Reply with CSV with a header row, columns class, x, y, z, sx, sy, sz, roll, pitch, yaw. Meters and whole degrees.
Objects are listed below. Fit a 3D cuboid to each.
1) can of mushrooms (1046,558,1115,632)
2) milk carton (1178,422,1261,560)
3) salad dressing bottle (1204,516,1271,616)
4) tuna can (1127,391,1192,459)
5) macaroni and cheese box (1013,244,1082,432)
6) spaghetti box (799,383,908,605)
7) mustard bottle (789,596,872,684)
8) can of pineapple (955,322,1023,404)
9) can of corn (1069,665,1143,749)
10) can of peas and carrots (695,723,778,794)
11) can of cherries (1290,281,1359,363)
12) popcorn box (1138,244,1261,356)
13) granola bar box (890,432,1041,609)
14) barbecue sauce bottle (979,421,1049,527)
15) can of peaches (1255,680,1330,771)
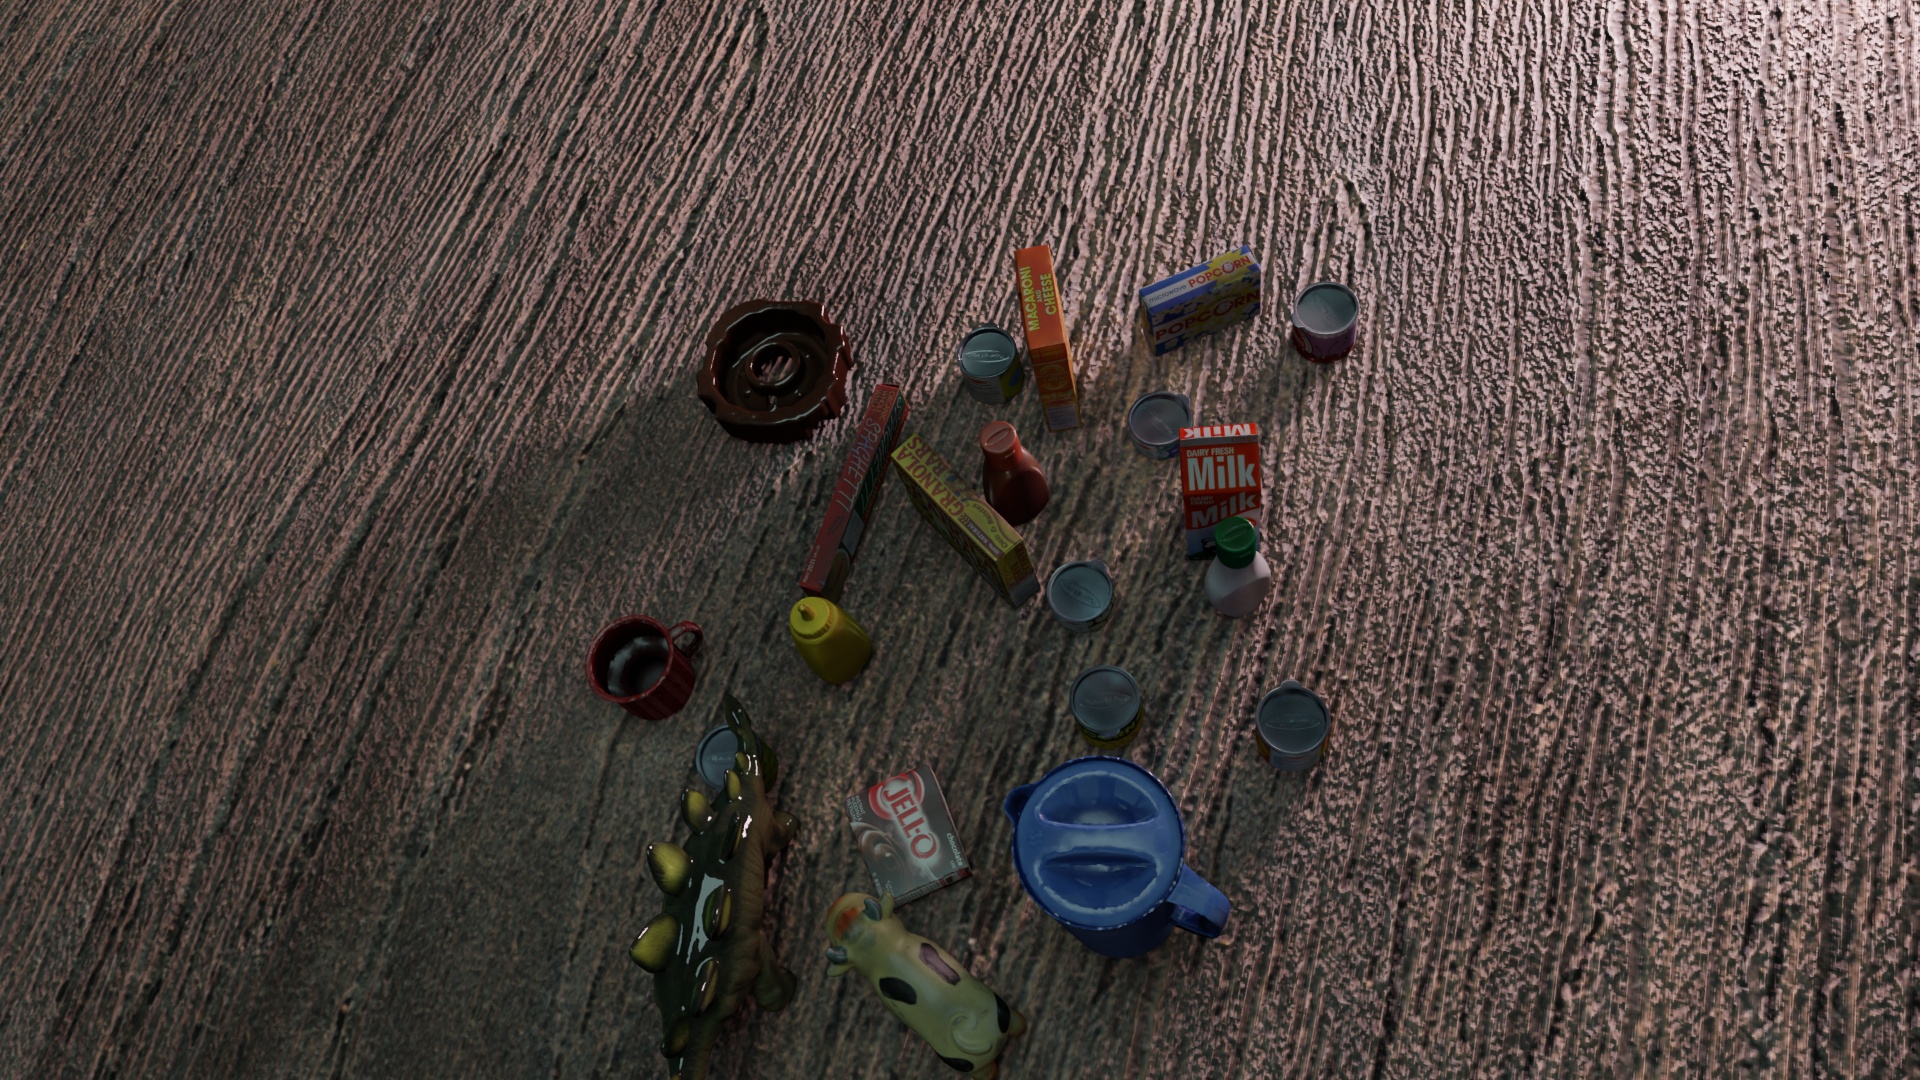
class,x,y,z,sx,sy,sz,roll,pitch,yaw
can of mushrooms,0.122,0.054,1.381,0.071,0.033,0.071,-5,64,10
milk carton,0.247,-0.053,1.319,0.072,0.190,0.074,-4,64,10
salad dressing bottle,0.259,0.025,1.303,0.064,0.147,0.044,-26,63,-1
tuna can,0.210,-0.121,1.448,0.071,0.032,0.071,-5,64,10
macaroni and cheese box,0.091,-0.206,1.439,0.040,0.166,0.124,-10,63,7
spaghetti box,-0.110,-0.051,1.470,0.029,0.050,0.251,12,68,17
mustard bottle,-0.132,0.089,1.346,0.065,0.159,0.049,-44,64,-10
can of pineapple,0.034,-0.191,1.504,0.071,0.057,0.071,-5,64,10
can of corn,0.139,0.161,1.313,0.071,0.058,0.071,-5,64,10
can of peas and carrots,-0.217,0.221,1.357,0.071,0.058,0.071,-5,64,10
can of cherries,0.378,-0.227,1.450,0.071,0.058,0.072,-5,64,10
popcorn box,0.255,-0.253,1.474,0.127,0.085,0.038,-23,63,0
granola bar box,0.005,-0.017,1.389,0.039,0.123,0.166,-40,64,-8
barbecue sauce bottle,0.050,-0.068,1.390,0.065,0.148,0.044,-34,63,-5
can of peaches,0.304,0.171,1.274,0.071,0.058,0.071,-5,64,10
